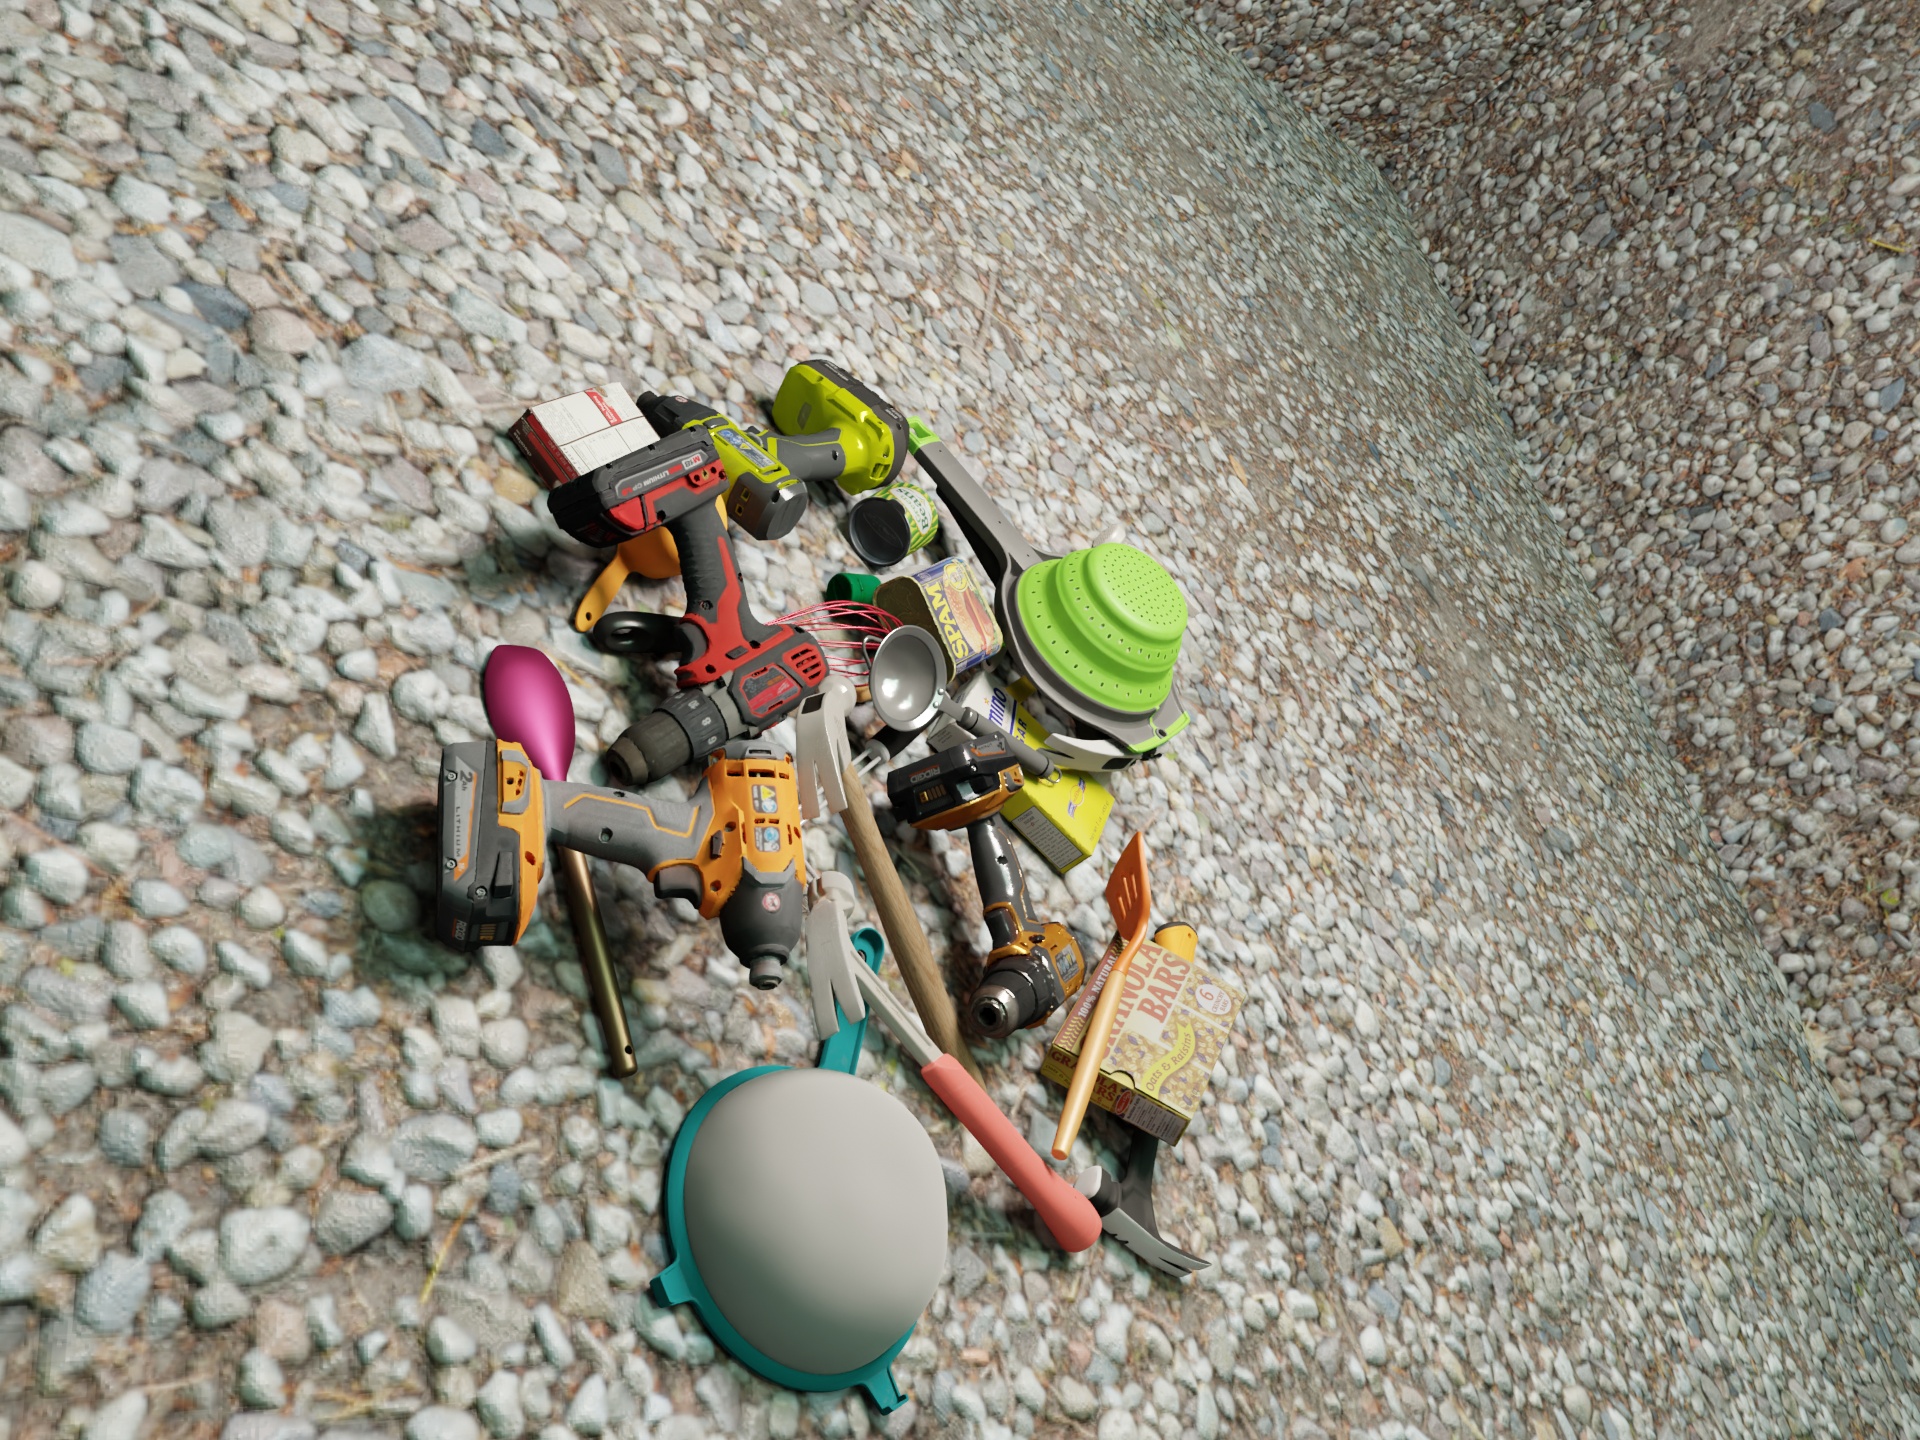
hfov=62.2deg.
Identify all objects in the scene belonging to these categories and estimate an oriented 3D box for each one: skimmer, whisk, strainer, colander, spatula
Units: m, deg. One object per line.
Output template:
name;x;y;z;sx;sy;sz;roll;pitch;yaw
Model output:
skimmer;-0.075;0.036;1.246;0.127;0.090;0.363;52;35;-2
whisk;-0.159;-0.066;1.267;0.295;0.073;0.073;1;60;-42
strainer;-0.068;0.263;1.059;0.210;0.095;0.341;36;40;-23
colander;0.088;-0.156;1.467;0.397;0.094;0.204;51;39;10
strainer;-0.002;-0.004;1.335;0.258;0.050;0.087;33;71;-34
spatula;0.111;0.218;1.272;0.041;0.081;0.323;25;40;2

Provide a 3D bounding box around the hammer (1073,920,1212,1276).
hammer;0.174;0.303;1.357;0.127;0.034;0.337;41;37;-17

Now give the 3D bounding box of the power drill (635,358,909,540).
power drill;-0.161;-0.245;1.386;0.171;0.080;0.223;40;35;15

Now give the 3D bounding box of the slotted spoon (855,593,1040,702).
slotted spoon;0.004;-0.064;1.465;0.314;0.031;0.070;-25;75;-49

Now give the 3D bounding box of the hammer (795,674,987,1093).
hammer;-0.048;0.136;1.140;0.130;0.031;0.331;-71;142;-70

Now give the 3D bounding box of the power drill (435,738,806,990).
power drill;-0.207;0.091;0.991;0.226;0.084;0.164;2;58;-21

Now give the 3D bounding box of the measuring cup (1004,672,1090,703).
measuring cup;0.071;-0.032;1.532;0.062;0.029;0.156;35;45;20

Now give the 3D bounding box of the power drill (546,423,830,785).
power drill;-0.210;-0.079;1.150;0.188;0.080;0.226;-34;106;-36

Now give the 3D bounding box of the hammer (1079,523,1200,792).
hammer;0.171;-0.045;1.647;0.146;0.038;0.411;42;37;-19

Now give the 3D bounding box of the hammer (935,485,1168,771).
hammer;0.063;-0.095;1.492;0.146;0.035;0.335;-8;60;-43

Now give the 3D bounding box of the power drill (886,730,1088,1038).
power drill;0.020;0.131;1.237;0.226;0.084;0.185;69;20;1

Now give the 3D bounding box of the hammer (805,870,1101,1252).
hammer;0.003;0.263;1.091;0.358;0.036;0.149;55;10;-30

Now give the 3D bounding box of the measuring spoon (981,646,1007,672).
measuring spoon;0.039;-0.083;1.550;0.034;0.018;0.124;50;41;-20

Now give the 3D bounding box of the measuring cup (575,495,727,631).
measuring cup;-0.236;-0.128;1.217;0.095;0.052;0.174;62;36;-35

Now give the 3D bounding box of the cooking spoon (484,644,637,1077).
cooking spoon;-0.259;0.084;1.057;0.068;0.017;0.319;5;57;-46
